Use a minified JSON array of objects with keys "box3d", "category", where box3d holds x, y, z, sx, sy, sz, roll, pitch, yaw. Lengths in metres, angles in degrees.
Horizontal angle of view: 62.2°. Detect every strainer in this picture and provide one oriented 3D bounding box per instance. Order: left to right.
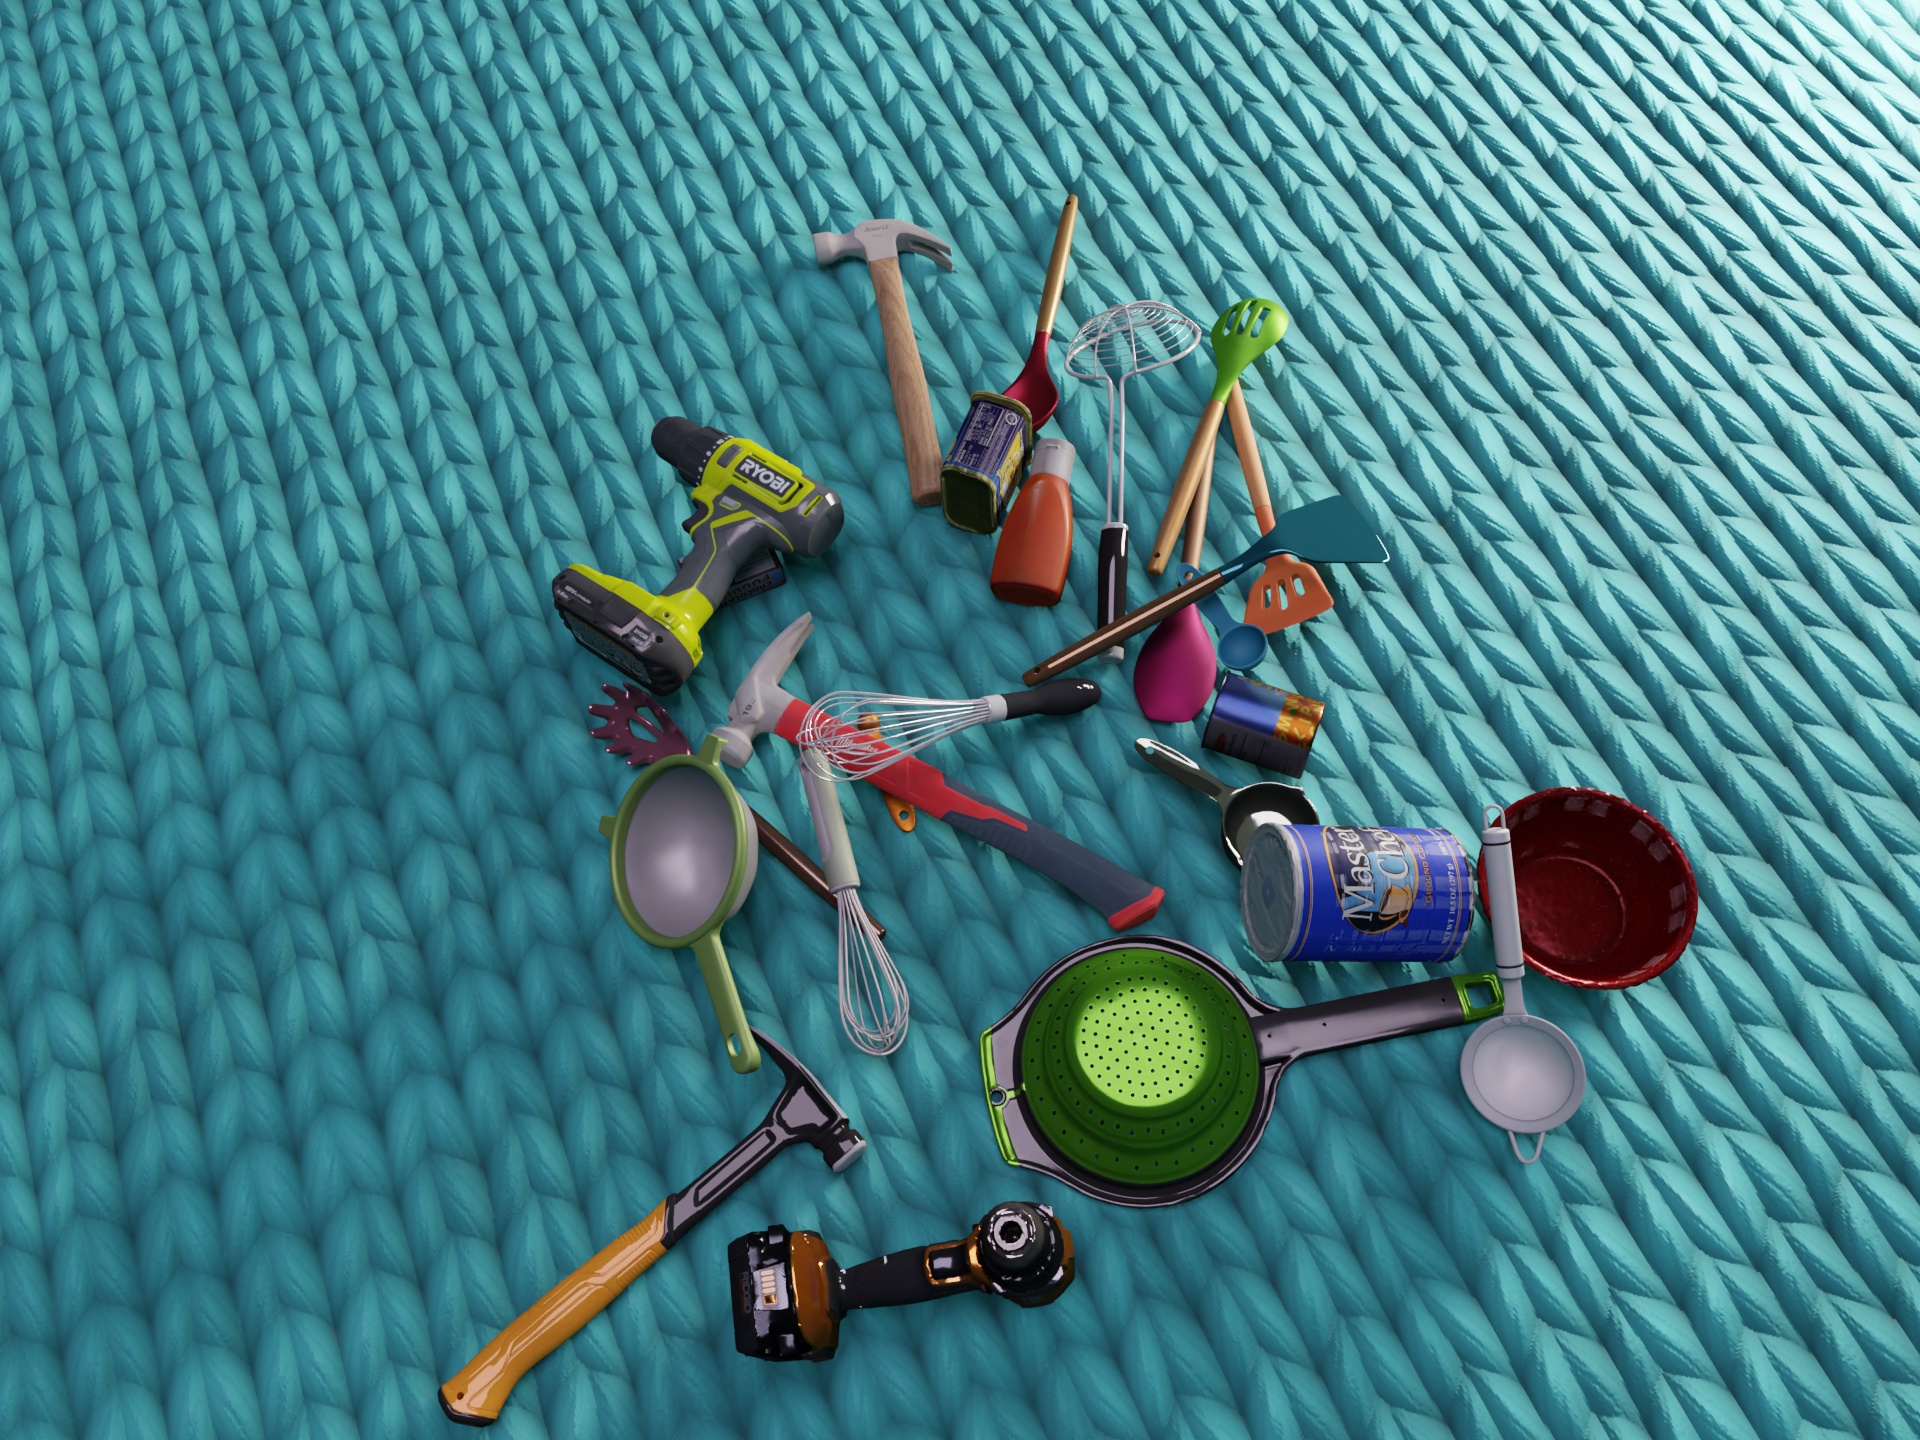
[{"box3d":[-0.184,0.149,1.226,0.151,0.069,0.257,-35,64,29],"category":"strainer"},{"box3d":[0.400,0.187,1.150,0.087,0.050,0.258,-5,95,27],"category":"strainer"}]

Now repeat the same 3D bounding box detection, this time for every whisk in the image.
[{"box3d":[-0.088,0.137,1.227,0.059,0.058,0.246,-3,70,-37],"category":"whisk"},{"box3d":[-0.002,-0.005,1.261,0.284,0.070,0.070,-11,60,-32],"category":"whisk"}]

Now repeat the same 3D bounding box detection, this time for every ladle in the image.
[{"box3d":[0.081,-0.386,1.513,0.069,0.031,0.316,-1,59,25],"category":"ladle"}]

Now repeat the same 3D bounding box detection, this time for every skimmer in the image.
[{"box3d":[0.149,-0.217,1.420,0.127,0.090,0.363,-4,73,23],"category":"skimmer"}]

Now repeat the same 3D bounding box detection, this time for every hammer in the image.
[{"box3d":[-0.234,0.372,1.148,0.337,0.034,0.127,-39,68,-15],"category":"hammer"},{"box3d":[-0.052,-0.344,1.498,0.130,0.031,0.332,-11,64,-1],"category":"hammer"},{"box3d":[-0.007,0.049,1.285,0.386,0.038,0.143,27,70,14],"category":"hammer"}]

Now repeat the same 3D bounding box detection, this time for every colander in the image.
[{"box3d":[0.211,0.226,1.158,0.397,0.094,0.205,-11,63,-2],"category":"colander"}]

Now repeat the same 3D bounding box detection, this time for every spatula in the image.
[{"box3d":[0.196,-0.100,1.323,0.317,0.044,0.082,-27,56,3],"category":"spatula"},{"box3d":[0.260,-0.210,1.405,0.081,0.041,0.323,-20,59,21],"category":"spatula"}]

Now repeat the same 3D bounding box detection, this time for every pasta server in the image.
[{"box3d":[-0.181,0.075,1.292,0.316,0.040,0.060,39,101,18],"category":"pasta server"}]

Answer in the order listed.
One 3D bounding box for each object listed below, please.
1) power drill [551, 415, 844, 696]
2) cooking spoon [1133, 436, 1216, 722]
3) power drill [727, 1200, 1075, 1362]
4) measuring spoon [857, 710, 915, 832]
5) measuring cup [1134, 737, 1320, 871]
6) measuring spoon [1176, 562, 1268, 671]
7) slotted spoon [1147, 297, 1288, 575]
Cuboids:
[{"box3d":[-0.237,-0.151,1.354,0.191,0.080,0.228,31,69,18],"category":"power drill"},{"box3d":[0.200,-0.140,1.386,0.069,0.017,0.319,6,63,12],"category":"cooking spoon"},{"box3d":[-0.037,0.366,1.057,0.226,0.185,0.084,-10,65,2],"category":"power drill"},{"box3d":[-0.061,0.041,1.316,0.021,0.011,0.117,-19,64,-6],"category":"measuring spoon"},{"box3d":[0.208,0.067,1.272,0.168,0.038,0.083,34,70,20],"category":"measuring cup"},{"box3d":[0.218,-0.087,1.338,0.042,0.021,0.129,-34,52,6],"category":"measuring spoon"},{"box3d":[0.223,-0.262,1.421,0.070,0.031,0.314,11,66,28],"category":"slotted spoon"}]
